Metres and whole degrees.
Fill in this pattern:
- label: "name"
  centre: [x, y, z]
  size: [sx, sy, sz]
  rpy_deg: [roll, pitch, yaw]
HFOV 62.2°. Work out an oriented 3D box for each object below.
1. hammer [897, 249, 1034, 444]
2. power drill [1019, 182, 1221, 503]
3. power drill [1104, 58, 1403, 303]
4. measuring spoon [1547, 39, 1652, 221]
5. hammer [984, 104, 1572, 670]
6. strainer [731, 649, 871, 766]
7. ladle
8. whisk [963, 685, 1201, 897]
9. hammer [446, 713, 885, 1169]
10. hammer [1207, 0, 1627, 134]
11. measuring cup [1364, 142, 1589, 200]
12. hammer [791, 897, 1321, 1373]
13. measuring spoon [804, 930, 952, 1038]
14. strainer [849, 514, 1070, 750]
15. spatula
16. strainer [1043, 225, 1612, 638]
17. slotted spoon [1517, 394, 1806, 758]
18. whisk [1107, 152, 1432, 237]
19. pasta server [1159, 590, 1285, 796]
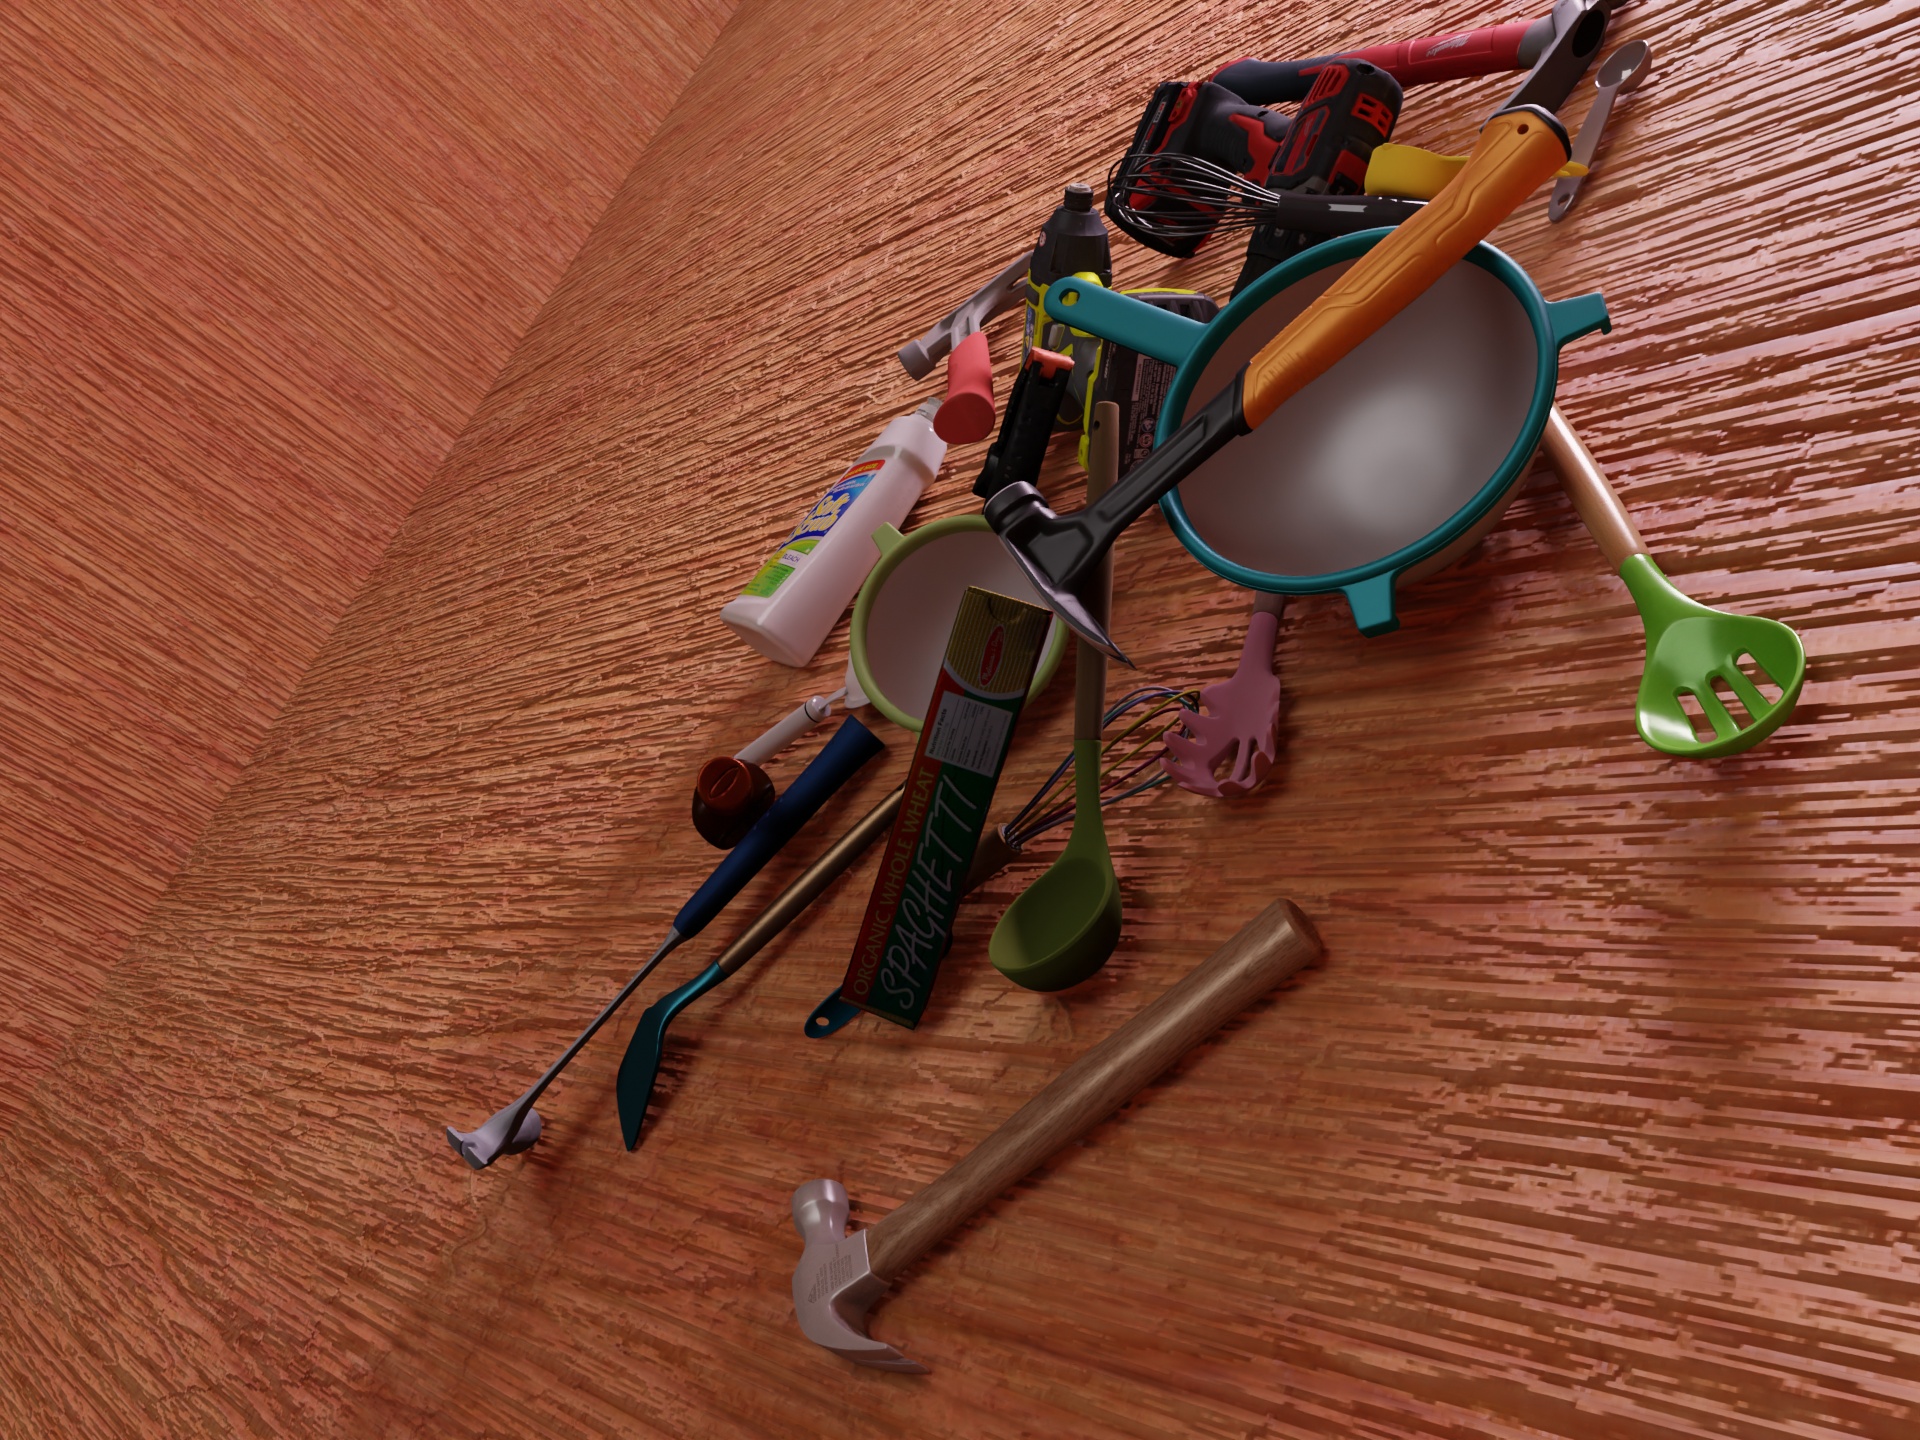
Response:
- label: "hammer"
  centre: [0.014, -0.286, 1.241]
  size: [0.149, 0.036, 0.359]
  rpy_deg: [-34, 20, 13]
- label: "power drill"
  centre: [0.098, -0.255, 1.075]
  size: [0.223, 0.080, 0.171]
  rpy_deg: [-118, 28, -55]
- label: "power drill"
  centre: [0.195, -0.364, 1.118]
  size: [0.227, 0.080, 0.188]
  rpy_deg: [36, 104, 58]
- label: "measuring spoon"
  centre: [0.373, -0.341, 0.928]
  size: [0.034, 0.018, 0.124]
  rpy_deg: [10, 73, 62]
- label: "hammer"
  centre: [0.166, -0.173, 0.794]
  size: [0.337, 0.034, 0.127]
  rpy_deg: [-41, 54, 11]
- label: "strainer"
  centre: [-0.104, -0.013, 1.196]
  size: [0.258, 0.050, 0.087]
  rpy_deg: [-34, 18, 33]
- label: "ladle"
  centre: [0.060, -0.017, 0.847]
  size: [0.078, 0.062, 0.320]
  rpy_deg: [-7, 77, 56]
- label: "whisk"
  centre: [0.047, 0.057, 0.920]
  size: [0.245, 0.051, 0.047]
  rpy_deg: [-40, 10, 26]
- label: "hammer"
  centre: [-0.202, 0.155, 1.106]
  size: [0.405, 0.035, 0.144]
  rpy_deg: [-48, -5, -2]
- label: "hammer"
  centre: [0.289, -0.454, 1.136]
  size: [0.143, 0.038, 0.387]
  rpy_deg: [-55, 30, -3]
- label: "measuring cup"
  centre: [0.308, -0.323, 0.960]
  size: [0.157, 0.062, 0.029]
  rpy_deg: [29, 100, 53]
- label: "hammer"
  centre: [0.040, 0.200, 0.775]
  size: [0.331, 0.031, 0.130]
  rpy_deg: [-42, 31, 16]
- label: "measuring spoon"
  centre: [-0.053, 0.150, 0.958]
  size: [0.128, 0.042, 0.021]
  rpy_deg: [-44, 19, 26]
- label: "strainer"
  centre: [-0.002, -0.003, 1.031]
  size: [0.151, 0.069, 0.256]
  rpy_deg: [6, 77, 23]
- label: "spatula"
  centre: [-0.134, 0.154, 1.074]
  size: [0.317, 0.044, 0.082]
  rpy_deg: [-44, 29, 4]
- label: "strainer"
  centre: [0.176, -0.171, 0.875]
  size: [0.341, 0.095, 0.211]
  rpy_deg: [36, 91, 43]
- label: "slotted spoon"
  centre: [0.304, -0.086, 0.731]
  size: [0.070, 0.031, 0.314]
  rpy_deg: [-37, 31, 25]
- label: "whisk"
  centre: [0.204, -0.325, 1.004]
  size: [0.239, 0.055, 0.055]
  rpy_deg: [13, 63, 20]
- label: "pasta server"
  centre: [0.173, -0.082, 0.893]
  size: [0.060, 0.040, 0.316]
  rpy_deg: [-5, 51, 33]
